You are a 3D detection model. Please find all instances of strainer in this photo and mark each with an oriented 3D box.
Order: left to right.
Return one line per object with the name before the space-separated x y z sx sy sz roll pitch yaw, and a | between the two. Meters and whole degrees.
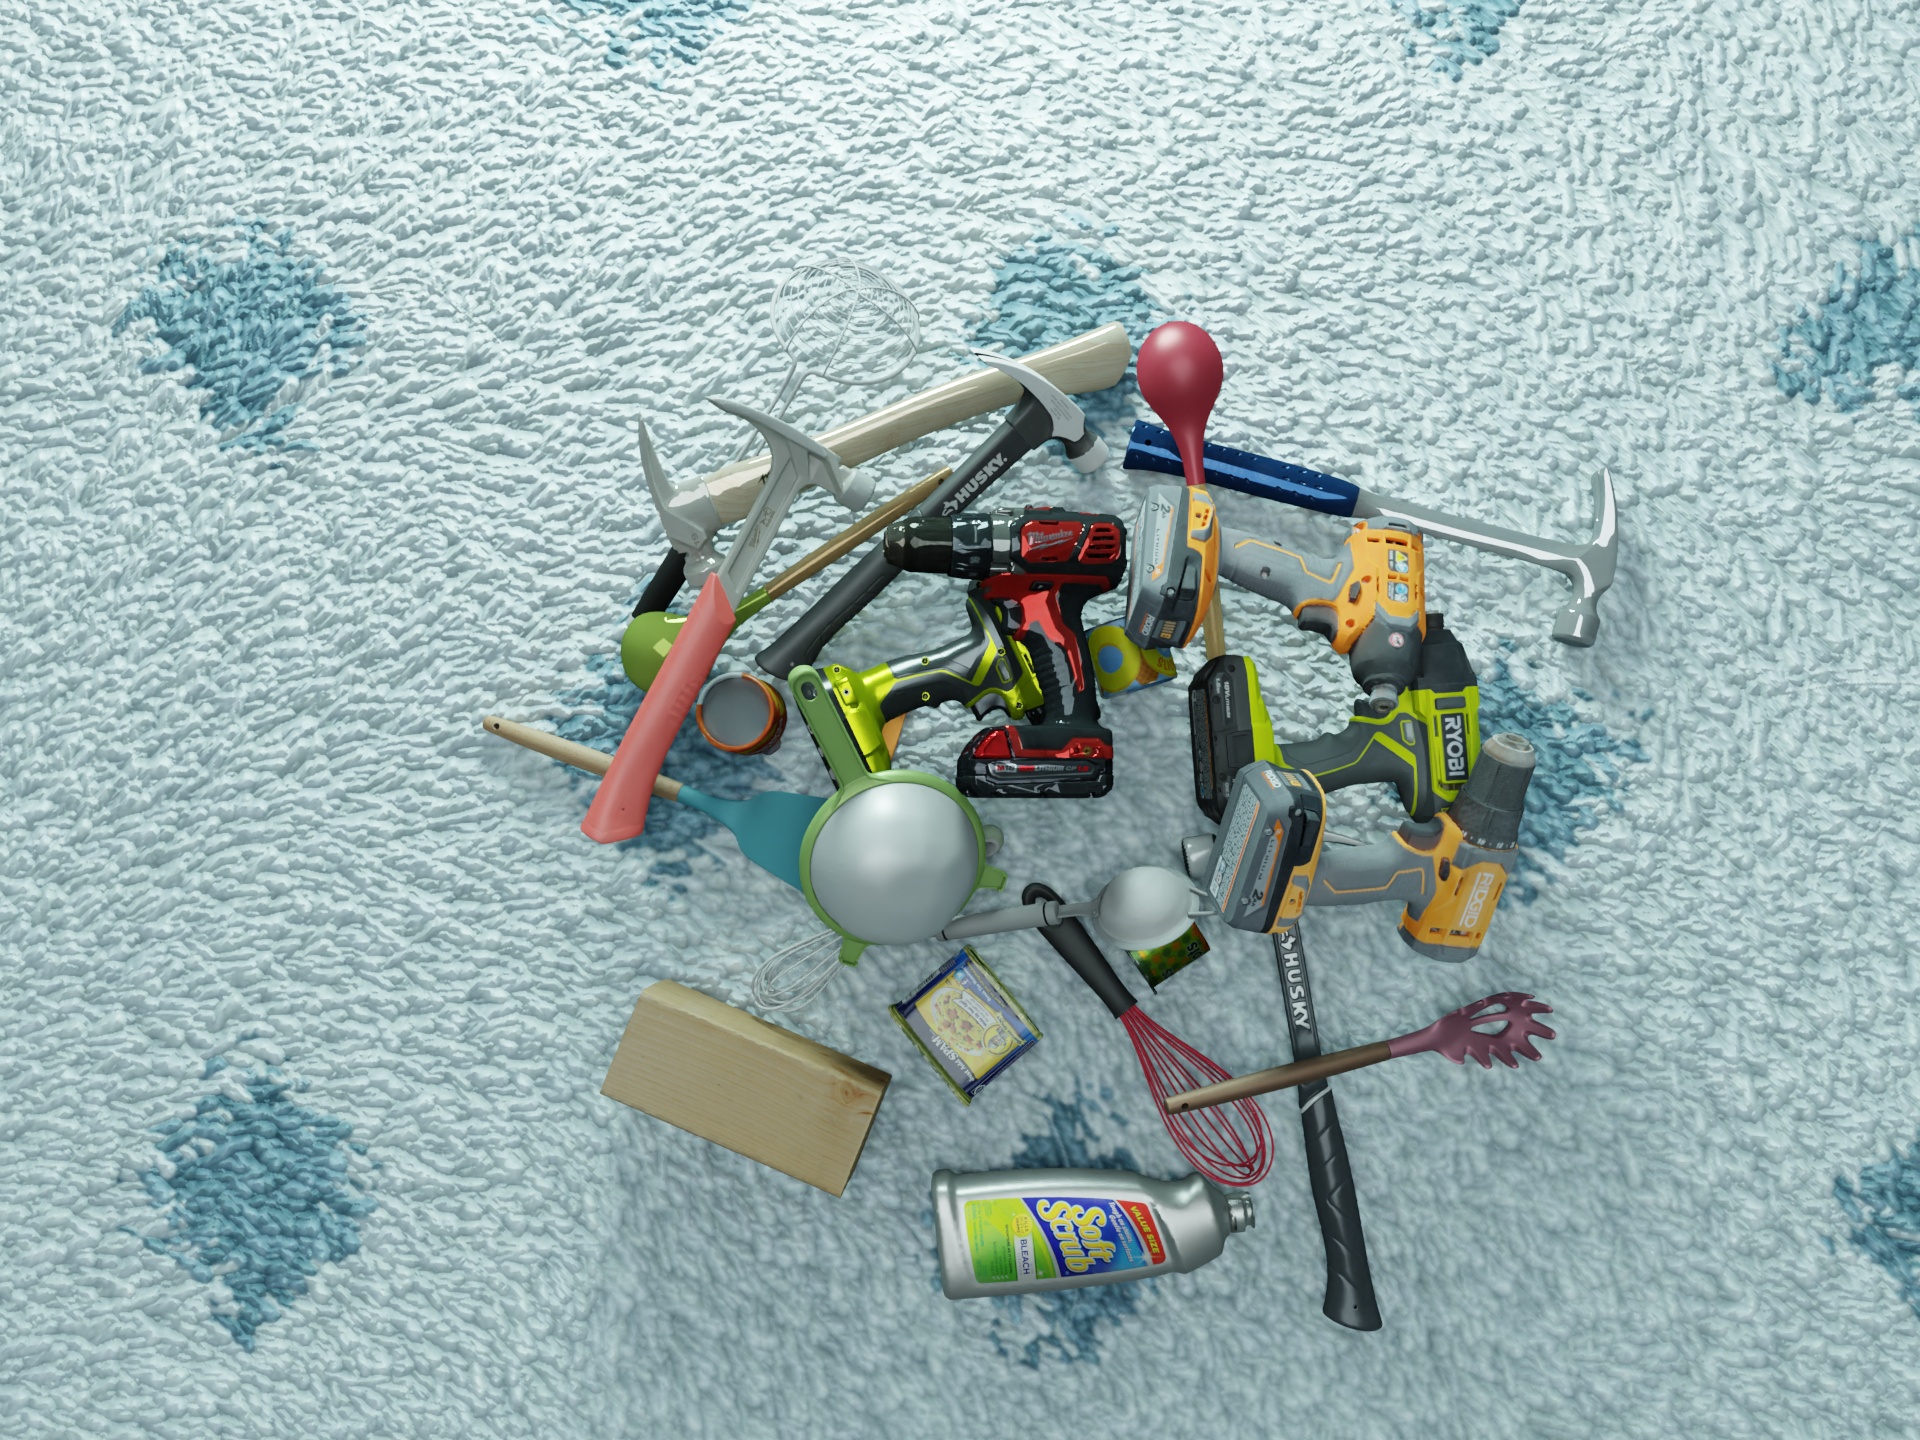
strainer | -0.066 0.075 1.211 0.151 0.069 0.256 -27 115 -4
strainer | 0.080 0.151 1.261 0.258 0.087 0.050 -12 129 23

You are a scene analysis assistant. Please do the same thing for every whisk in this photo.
whisk | -0.068 0.160 1.305 0.246 0.059 0.057 -34 122 -3
whisk | 0.146 0.249 1.280 0.073 0.073 0.296 -39 79 0

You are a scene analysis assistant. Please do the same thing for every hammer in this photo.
hammer | -0.212 -0.069 1.253 0.149 0.037 0.359 28 92 -21
hammer | -0.056 -0.248 1.295 0.410 0.038 0.146 -22 116 -6
hammer | -0.041 -0.156 1.302 0.335 0.035 0.146 -43 125 6
hammer | 0.286 0.283 1.278 0.149 0.036 0.409 -10 86 2
hammer | 0.336 -0.181 1.304 0.405 0.035 0.144 16 88 5

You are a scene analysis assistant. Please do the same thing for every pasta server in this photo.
pasta server | 0.311 0.266 1.240 0.316 0.040 0.060 -12 100 -10

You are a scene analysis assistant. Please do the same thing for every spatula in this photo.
spatula | -0.255 0.055 1.334 0.317 0.044 0.082 20 88 9

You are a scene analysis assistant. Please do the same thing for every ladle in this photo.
ladle | -0.142 -0.124 1.331 0.320 0.062 0.078 -34 116 -7
ladle | 0.193 -0.165 1.290 0.069 0.031 0.315 -7 98 9

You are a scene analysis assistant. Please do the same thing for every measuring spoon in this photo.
measuring spoon | -0.066 0.027 1.327 0.021 0.011 0.117 23 88 5

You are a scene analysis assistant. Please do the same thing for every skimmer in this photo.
skimmer | -0.168 -0.226 1.343 0.127 0.090 0.363 35 99 2

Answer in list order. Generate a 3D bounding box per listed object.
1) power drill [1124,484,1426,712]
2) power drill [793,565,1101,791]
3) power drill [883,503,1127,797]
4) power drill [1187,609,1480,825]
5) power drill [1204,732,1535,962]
power drill | 0.245 -0.091 1.217 0.226 0.084 0.164 9 59 -2
power drill | -0.002 -0.004 1.289 0.228 0.080 0.190 -25 94 -4
power drill | 0.034 -0.054 1.220 0.188 0.080 0.227 1 87 -8
power drill | 0.301 0.003 1.269 0.223 0.080 0.171 -4 87 -5
power drill | 0.317 0.086 1.200 0.226 0.084 0.185 8 113 -14
